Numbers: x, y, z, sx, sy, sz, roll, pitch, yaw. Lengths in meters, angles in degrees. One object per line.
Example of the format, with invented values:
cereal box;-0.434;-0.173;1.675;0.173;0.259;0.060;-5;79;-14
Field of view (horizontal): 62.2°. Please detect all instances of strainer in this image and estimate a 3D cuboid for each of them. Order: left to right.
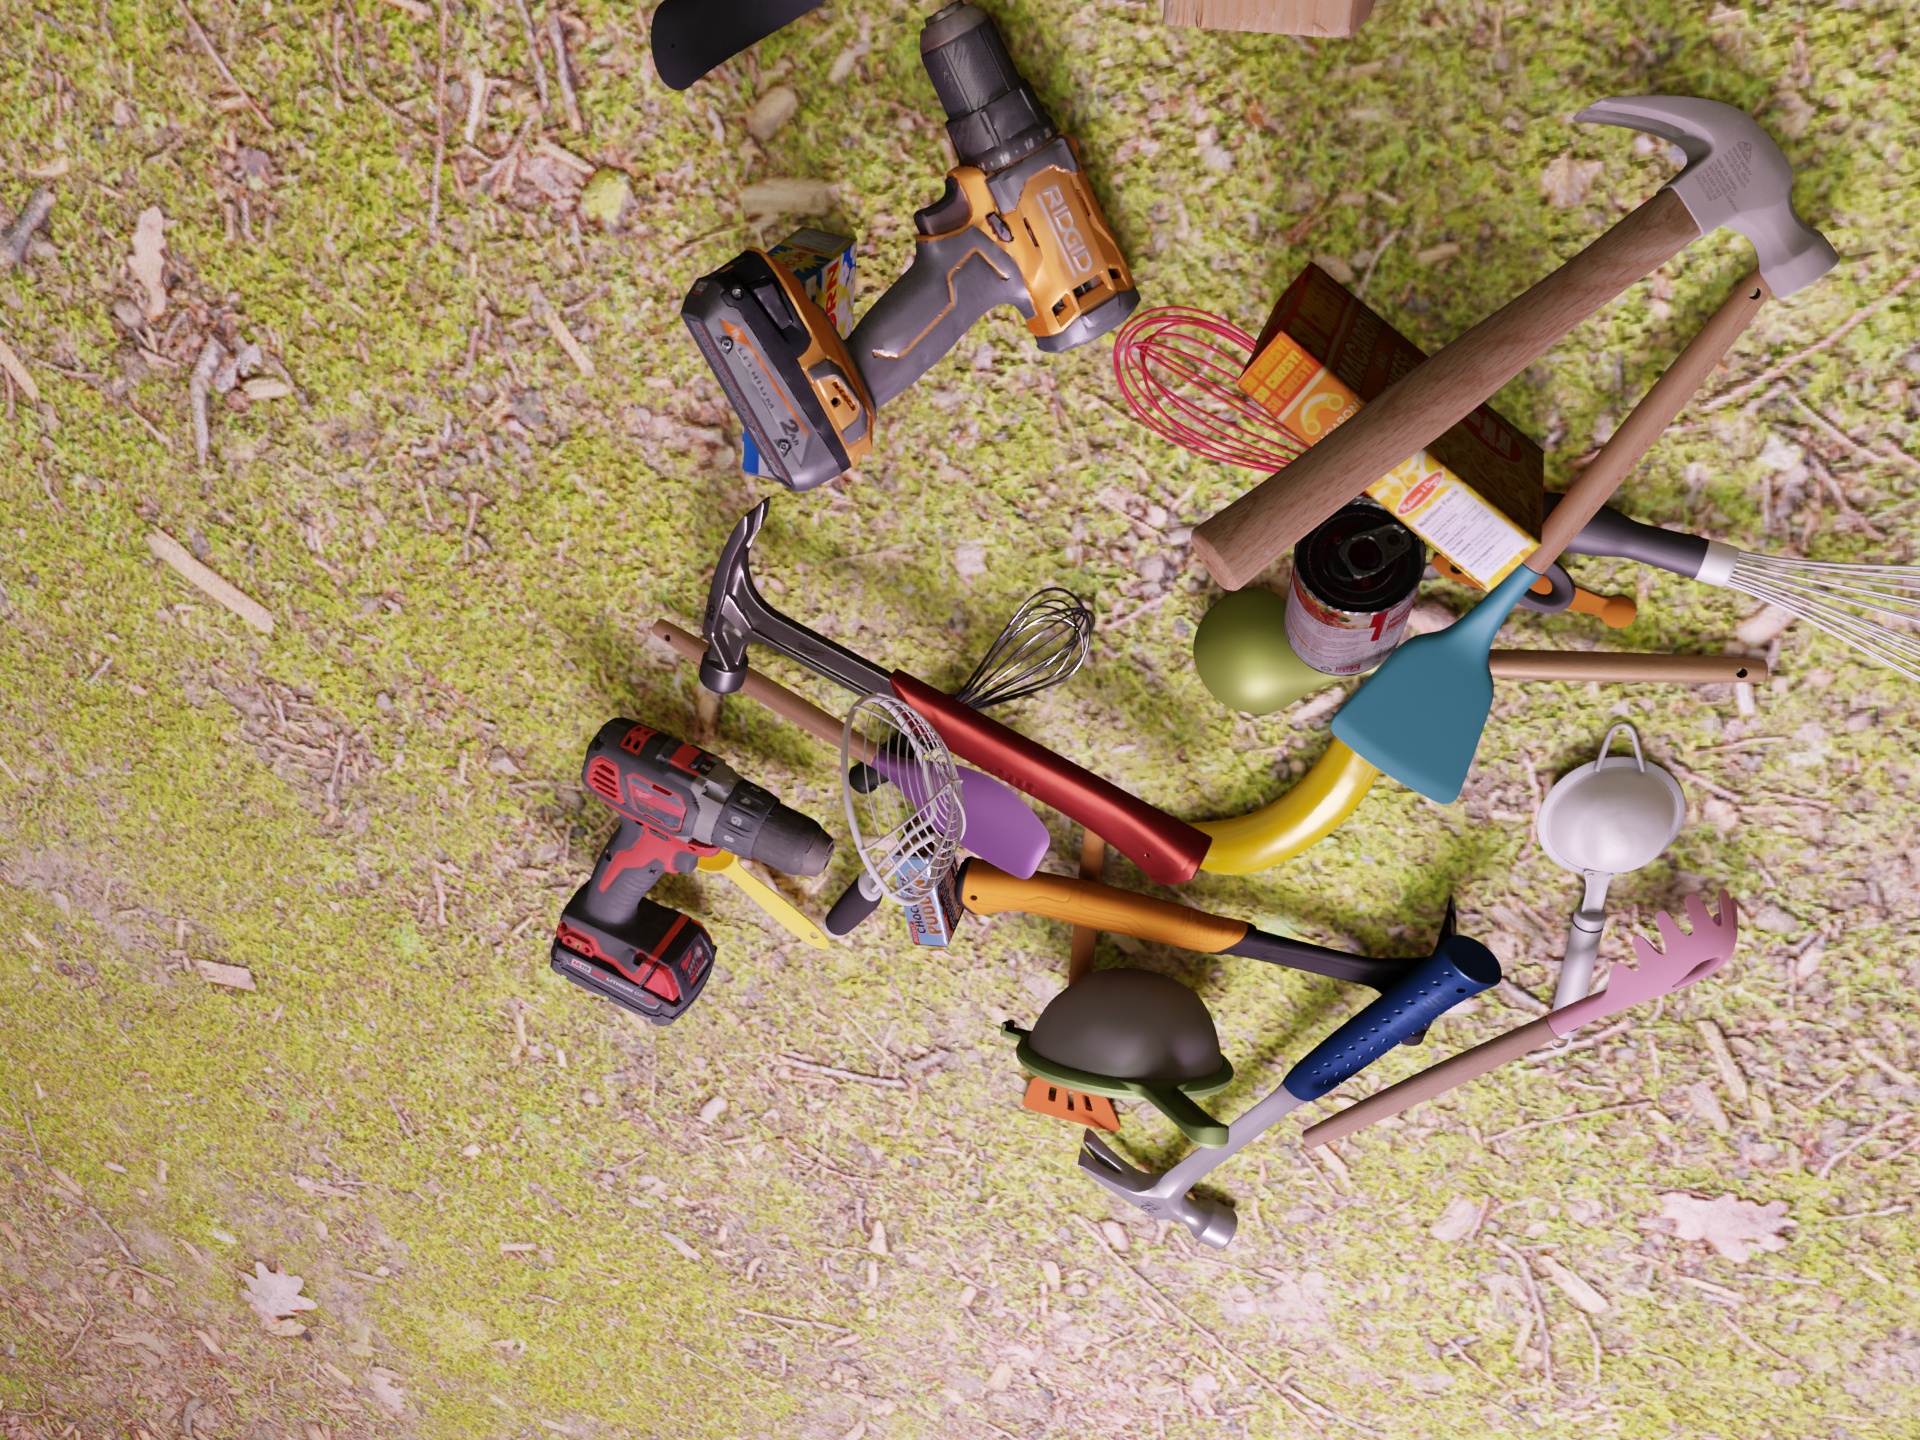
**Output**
strainer;0.125;0.211;1.047;0.151;0.256;0.069;4;93;-11
strainer;0.398;0.119;0.997;0.087;0.050;0.258;-1;126;5

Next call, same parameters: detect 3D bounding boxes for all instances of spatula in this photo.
spatula;-0.078;0.010;1.089;0.316;0.018;0.059;30;120;10
spatula;0.090;0.192;1.178;0.081;0.041;0.322;11;121;14
spatula;0.320;-0.099;0.840;0.082;0.044;0.317;34;115;3

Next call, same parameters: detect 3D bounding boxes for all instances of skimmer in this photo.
skimmer;-0.074;0.092;1.059;0.090;0.127;0.363;1;159;-17

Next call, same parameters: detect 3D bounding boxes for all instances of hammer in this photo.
hammer;-0.016;-0.387;0.760;0.409;0.036;0.149;-7;113;43
hammer;-0.002;-0.003;1.018;0.359;0.037;0.149;28;131;7
hammer;0.161;0.138;1.080;0.337;0.034;0.127;12;133;9
hammer;0.228;0.263;1.124;0.144;0.035;0.405;28;134;-7
hammer;0.248;-0.174;0.751;0.331;0.031;0.130;-36;95;-2

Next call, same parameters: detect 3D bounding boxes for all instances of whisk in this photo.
whisk;0.001;-0.012;1.066;0.246;0.057;0.059;-36;69;39
whisk;0.215;-0.139;0.884;0.296;0.073;0.073;30;128;-4
whisk;0.435;-0.075;0.845;0.285;0.070;0.070;19;127;16

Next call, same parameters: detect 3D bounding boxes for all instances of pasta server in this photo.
pasta server;0.350;0.199;1.015;0.316;0.040;0.060;-35;142;26

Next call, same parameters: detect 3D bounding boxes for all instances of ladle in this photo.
ladle;0.298;-0.037;0.936;0.320;0.062;0.078;2;106;12

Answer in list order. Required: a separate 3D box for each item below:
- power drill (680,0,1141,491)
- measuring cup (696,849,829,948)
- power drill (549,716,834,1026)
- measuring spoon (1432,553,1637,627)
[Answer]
power drill;-0.034;-0.248;0.838;0.226;0.084;0.185;-32;114;-8
measuring cup;-0.156;0.118;1.223;0.156;0.029;0.062;43;127;-12
power drill;-0.203;0.119;1.177;0.188;0.080;0.226;25;125;4
measuring spoon;0.328;-0.075;0.910;0.117;0.011;0.021;18;127;10
